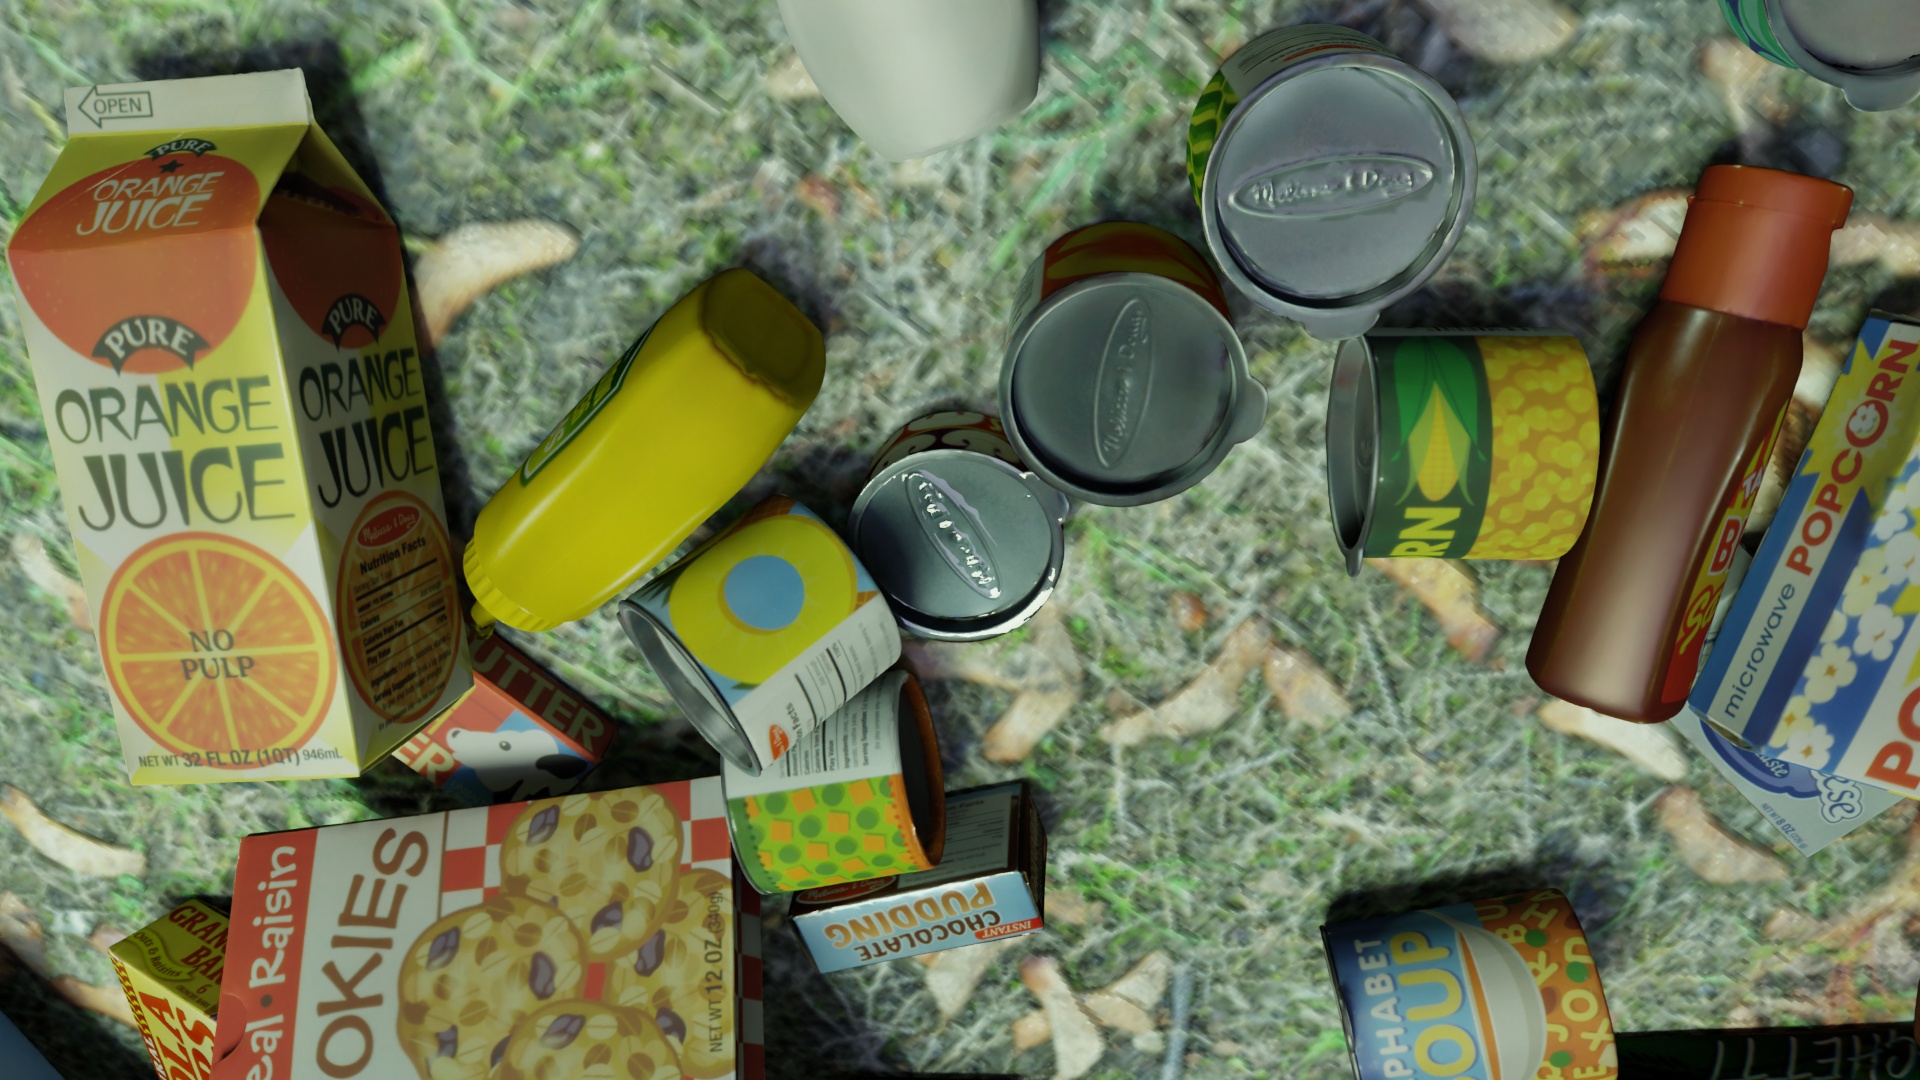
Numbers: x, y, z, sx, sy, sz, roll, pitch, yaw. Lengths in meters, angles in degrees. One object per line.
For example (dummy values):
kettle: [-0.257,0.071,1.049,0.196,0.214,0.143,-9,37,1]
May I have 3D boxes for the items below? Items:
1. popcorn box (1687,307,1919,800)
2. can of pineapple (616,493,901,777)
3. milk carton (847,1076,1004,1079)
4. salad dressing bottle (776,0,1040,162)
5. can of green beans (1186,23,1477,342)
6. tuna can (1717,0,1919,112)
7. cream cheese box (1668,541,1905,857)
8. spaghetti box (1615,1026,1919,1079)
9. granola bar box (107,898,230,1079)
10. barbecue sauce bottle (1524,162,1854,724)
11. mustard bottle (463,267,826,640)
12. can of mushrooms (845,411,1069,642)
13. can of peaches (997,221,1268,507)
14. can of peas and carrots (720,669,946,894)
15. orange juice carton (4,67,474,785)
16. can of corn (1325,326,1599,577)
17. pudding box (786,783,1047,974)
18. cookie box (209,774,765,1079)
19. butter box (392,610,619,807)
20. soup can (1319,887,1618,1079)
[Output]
popcorn box: [0.276,0.009,0.393,0.085,0.038,0.126,16,103,-10]
can of pineapple: [-0.061,0.027,0.420,0.058,0.071,0.070,-38,114,-22]
milk carton: [-0.008,0.316,0.570,0.072,0.074,0.189,0,117,6]
salad dressing bottle: [-0.028,-0.171,0.344,0.064,0.044,0.147,-18,113,15]
can of green beans: [0.094,-0.097,0.363,0.071,0.058,0.071,2,117,4]
tuna can: [0.225,-0.145,0.342,0.071,0.033,0.070,2,117,4]
cream cheese box: [0.258,0.051,0.443,0.103,0.024,0.053,40,112,-15]
spaghetti box: [0.308,0.209,0.516,0.250,0.029,0.050,-5,117,7]
granola bar box: [-0.256,0.232,0.541,0.124,0.039,0.164,14,121,29]
barbecue sauce bottle: [0.200,-0.026,0.385,0.044,0.065,0.148,20,106,28]
mustard bottle: [-0.108,-0.014,0.420,0.048,0.065,0.159,42,117,-19]
can of mushrooms: [0.002,-0.005,0.430,0.071,0.033,0.070,2,116,4]
can of peaches: [0.047,-0.051,0.390,0.071,0.058,0.071,2,116,3]
can of peas and carrots: [-0.040,0.081,0.460,0.059,0.071,0.070,-11,115,10]
orange juice carton: [-0.203,-0.033,0.399,0.072,0.073,0.192,-4,103,7]
can of corn: [0.138,-0.025,0.389,0.058,0.071,0.070,0,117,4]
pudding box: [-0.014,0.117,0.484,0.083,0.050,0.030,-14,116,11]
cookie box: [-0.149,0.148,0.444,0.167,0.123,0.040,-7,155,3]
butter box: [-0.176,0.056,0.481,0.103,0.024,0.053,41,114,-15]
soup can: [0.173,0.160,0.479,0.084,0.072,0.071,-13,115,10]
